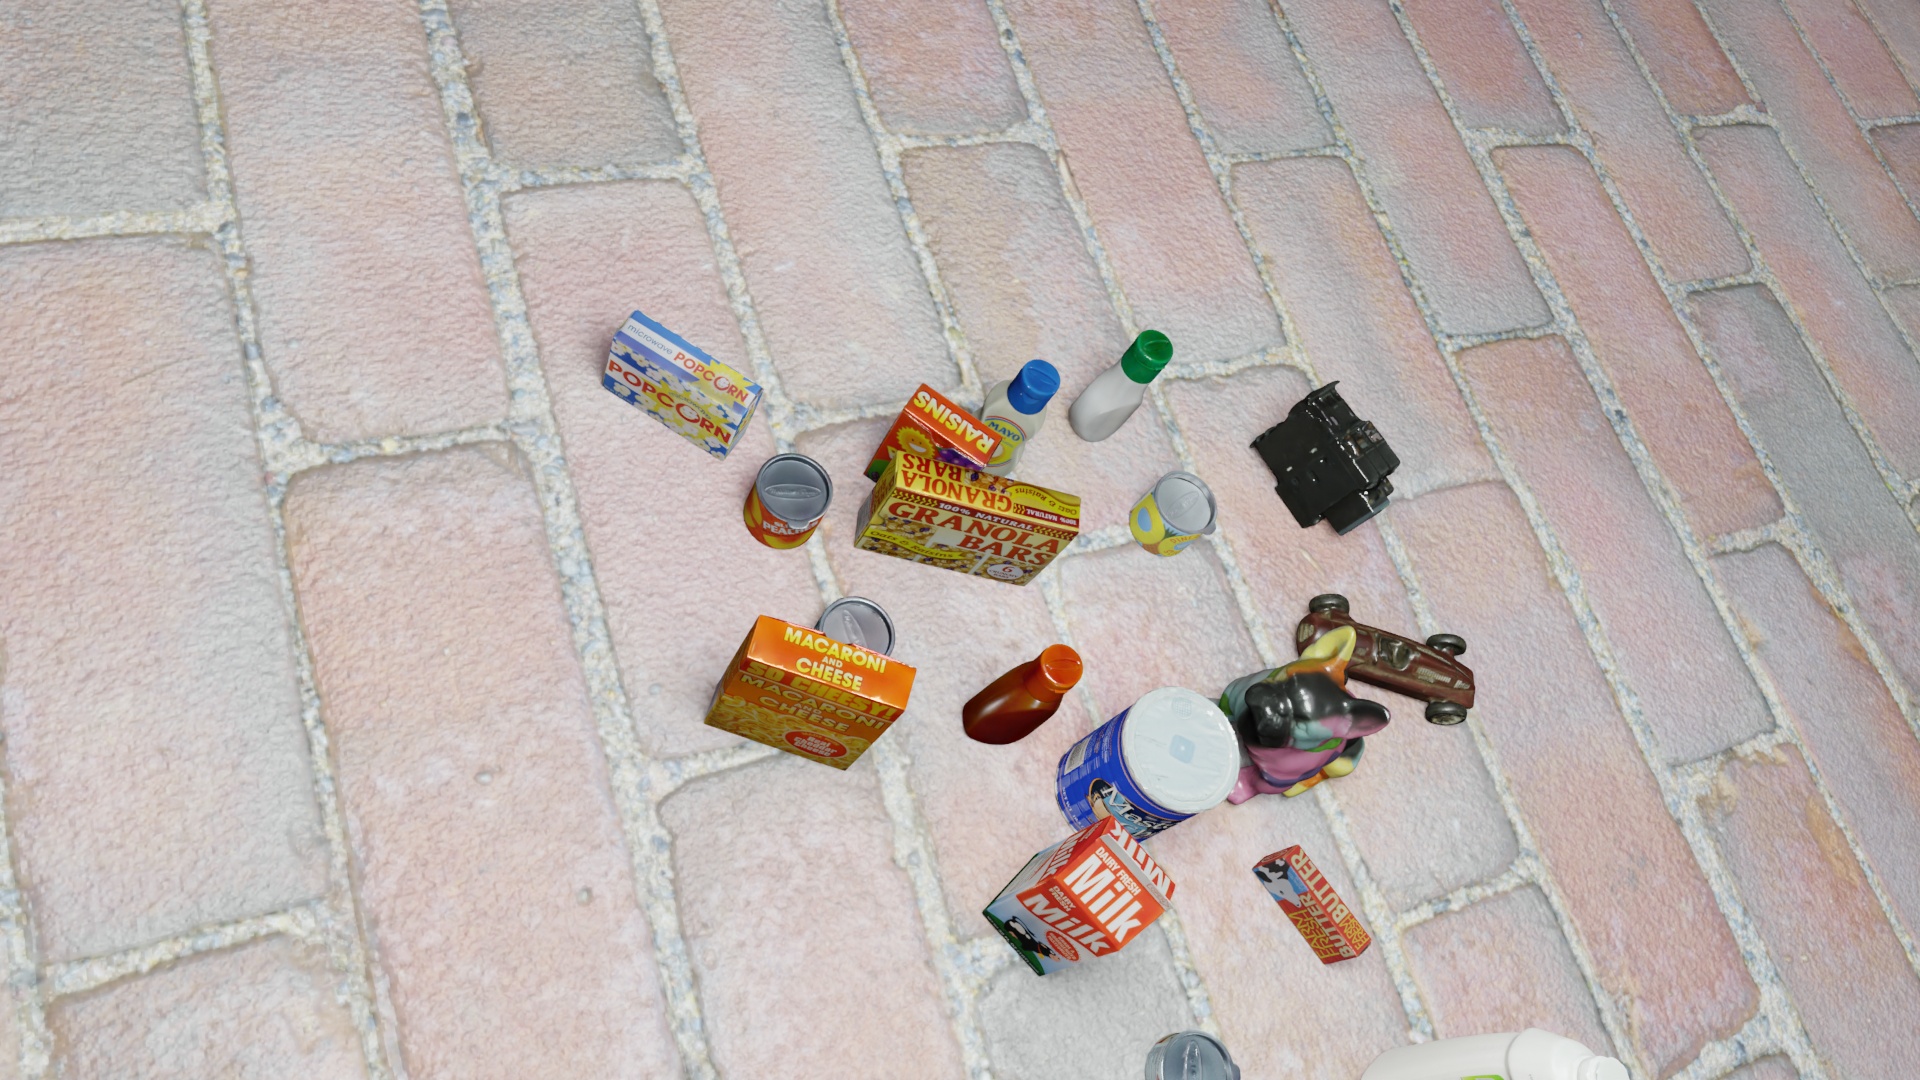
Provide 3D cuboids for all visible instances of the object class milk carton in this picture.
[{"bbox_3d":[0.095,0.269,1.058,0.072,0.189,0.074,47,58,4],"label":"milk carton"}]

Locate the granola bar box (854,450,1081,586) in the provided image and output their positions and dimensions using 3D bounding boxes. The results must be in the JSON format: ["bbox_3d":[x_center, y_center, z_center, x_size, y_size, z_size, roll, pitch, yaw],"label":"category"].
[{"bbox_3d":[0.004,-0.015,1.200,0.166,0.123,0.039,13,62,-15],"label":"granola bar box"}]

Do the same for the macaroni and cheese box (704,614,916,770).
[{"bbox_3d":[-0.118,0.119,1.061,0.124,0.165,0.040,20,60,-12],"label":"macaroni and cheese box"}]

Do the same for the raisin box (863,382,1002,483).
[{"bbox_3d":[-0.026,-0.074,1.217,0.086,0.123,0.040,35,58,-3],"label":"raisin box"}]

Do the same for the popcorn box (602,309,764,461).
[{"bbox_3d":[-0.238,-0.131,1.182,0.127,0.085,0.038,32,58,-5],"label":"popcorn box"}]

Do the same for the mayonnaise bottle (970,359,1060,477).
[{"bbox_3d":[0.044,-0.110,1.248,0.065,0.147,0.041,28,59,-7],"label":"mayonnaise bottle"}]

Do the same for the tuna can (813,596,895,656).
[{"bbox_3d":[-0.093,0.084,1.167,0.071,0.032,0.071,9,63,-18],"label":"tuna can"}]

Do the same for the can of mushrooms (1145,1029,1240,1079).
[{"bbox_3d":[0.185,0.427,1.110,0.071,0.033,0.071,9,63,-18],"label":"can of mushrooms"}]

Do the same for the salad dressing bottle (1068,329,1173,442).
[{"bbox_3d":[0.152,-0.145,1.308,0.064,0.147,0.044,-15,72,-27],"label":"salad dressing bottle"}]

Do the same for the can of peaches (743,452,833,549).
[{"bbox_3d":[-0.148,-0.031,1.186,0.071,0.057,0.071,9,63,-18],"label":"can of peaches"}]

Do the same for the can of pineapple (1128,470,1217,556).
[{"bbox_3d":[0.202,-0.023,1.322,0.071,0.057,0.071,9,63,-18],"label":"can of pineapple"}]

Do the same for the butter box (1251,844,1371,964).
[{"bbox_3d":[0.303,0.315,1.200,0.024,0.053,0.103,-32,80,-31],"label":"butter box"}]

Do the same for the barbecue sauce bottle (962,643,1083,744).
[{"bbox_3d":[0.054,0.127,1.136,0.065,0.148,0.044,3,65,-21],"label":"barbecue sauce bottle"}]
